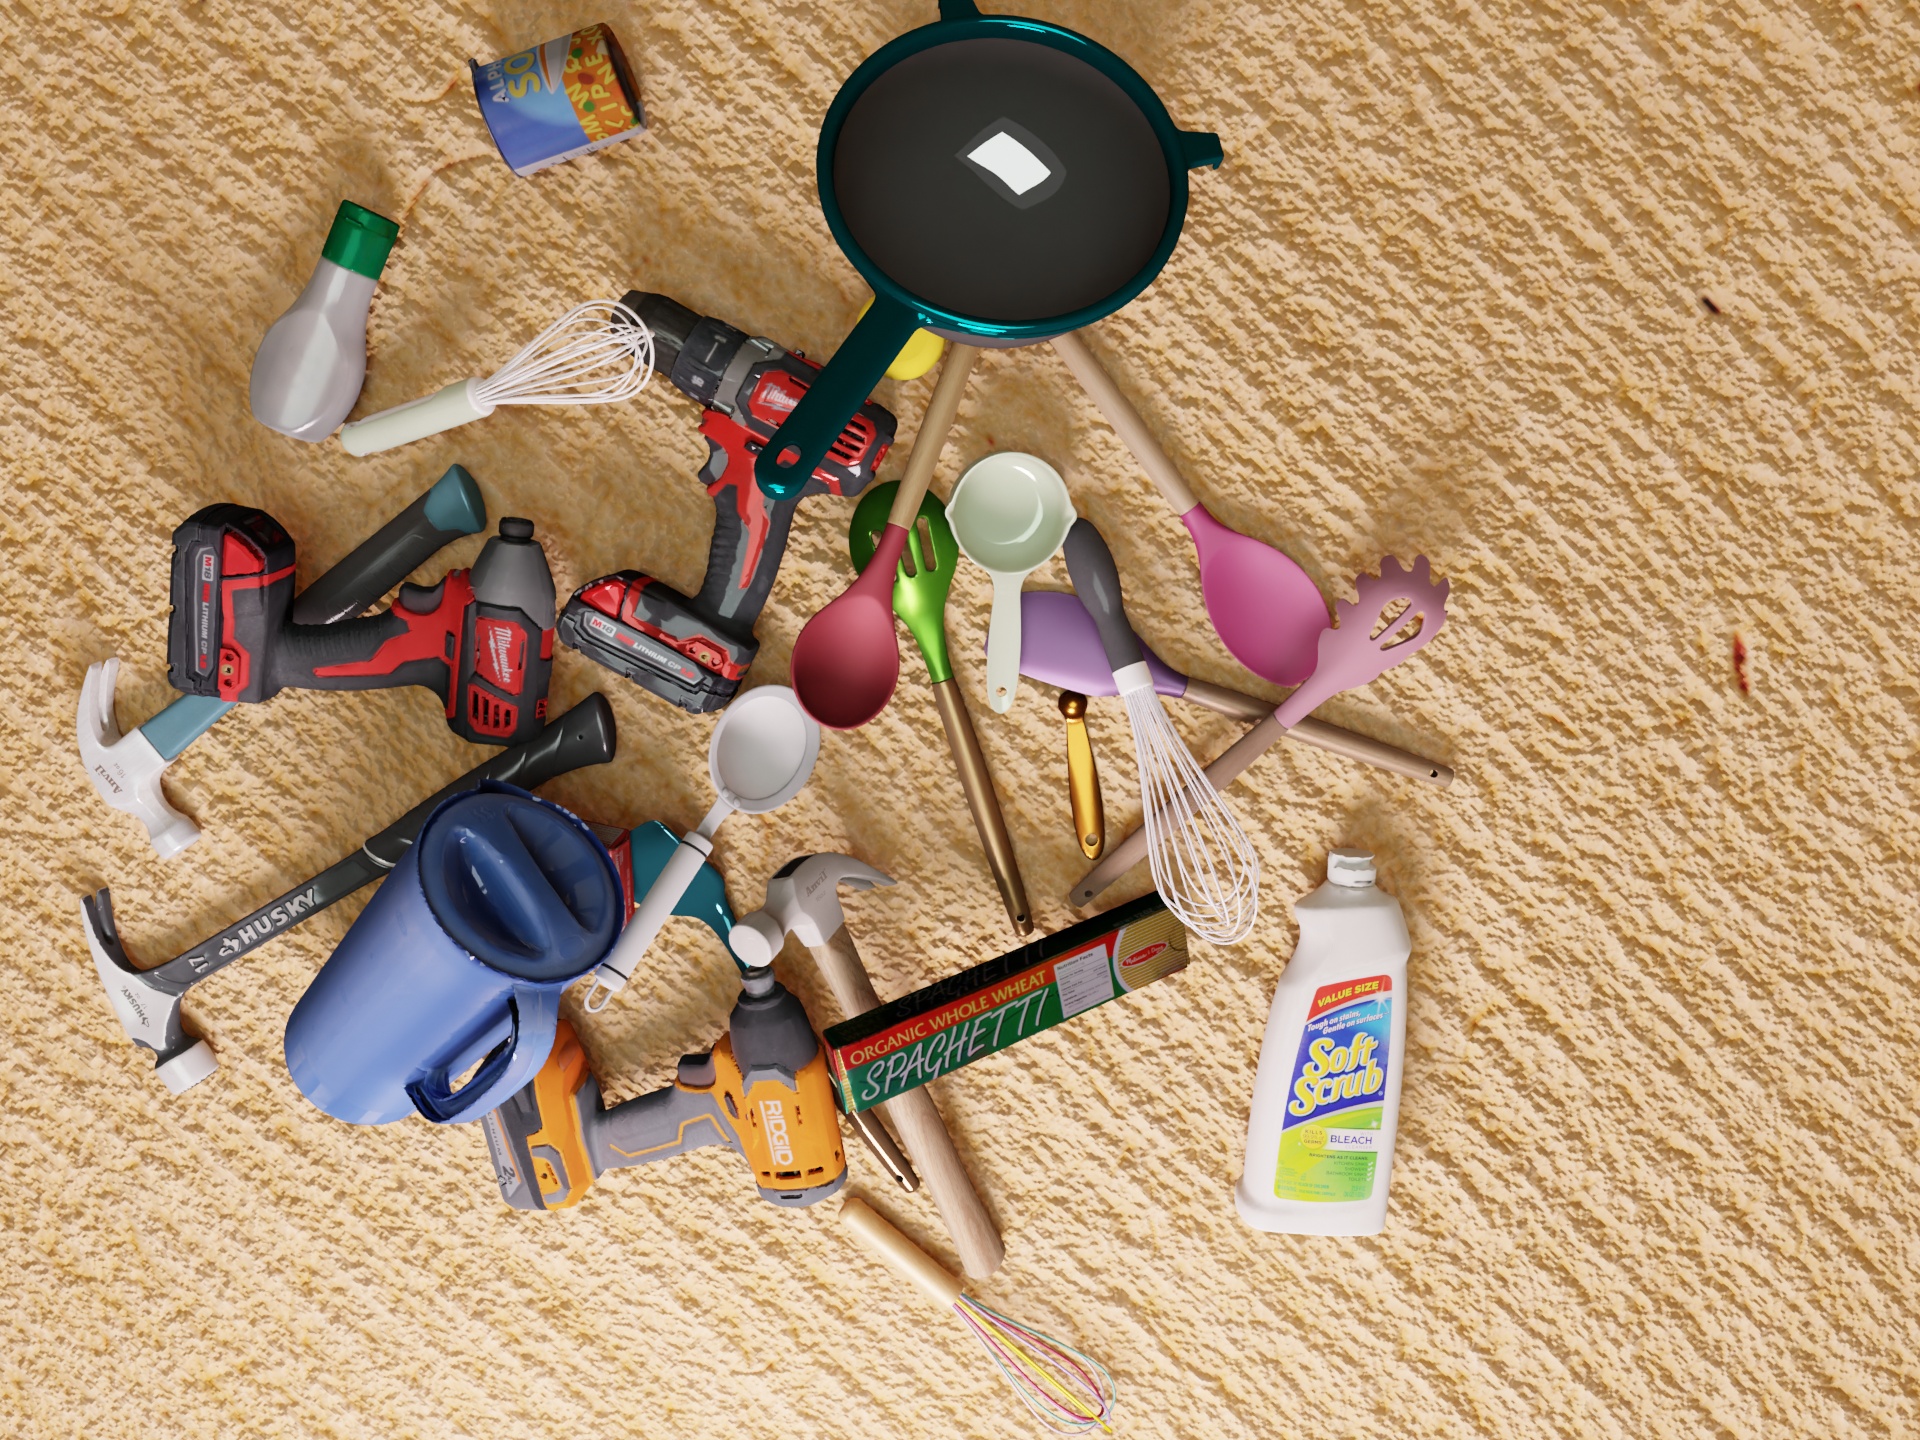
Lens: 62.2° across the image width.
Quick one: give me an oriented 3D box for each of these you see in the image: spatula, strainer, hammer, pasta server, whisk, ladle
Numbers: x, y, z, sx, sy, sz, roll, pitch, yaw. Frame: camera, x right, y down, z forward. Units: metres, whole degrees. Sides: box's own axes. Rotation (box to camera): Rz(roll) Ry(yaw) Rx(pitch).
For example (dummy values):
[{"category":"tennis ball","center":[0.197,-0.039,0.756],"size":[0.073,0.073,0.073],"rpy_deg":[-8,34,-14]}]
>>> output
[{"category":"spatula","center":[0.170,-0.015,1.031],"size":[0.316,0.018,0.060],"rpy_deg":[20,97,-1]},{"category":"strainer","center":[-0.013,-0.246,0.915],"size":[0.211,0.095,0.340],"rpy_deg":[32,74,5]},{"category":"hammer","center":[-0.042,0.233,1.052],"size":[0.031,0.130,0.331],"rpy_deg":[-10,114,34]},{"category":"hammer","center":[-0.441,-0.052,1.043],"size":[0.331,0.033,0.128],"rpy_deg":[-36,98,8]},{"category":"hammer","center":[-0.405,0.095,1.069],"size":[0.409,0.036,0.149],"rpy_deg":[-30,97,7]},{"category":"strainer","center":[-0.165,0.071,1.008],"size":[0.086,0.050,0.258],"rpy_deg":[49,63,-40]},{"category":"spatula","center":[-0.128,0.199,1.069],"size":[0.082,0.044,0.317],"rpy_deg":[-33,97,28]},{"category":"pasta server","center":[0.184,0.015,1.017],"size":[0.060,0.040,0.316],"rpy_deg":[43,110,-7]},{"category":"whisk","center":[0.119,0.004,0.995],"size":[0.070,0.070,0.285],"rpy_deg":[-21,82,6]},{"category":"whisk","center":[0.014,0.416,1.109],"size":[0.245,0.047,0.051],"rpy_deg":[41,101,-2]},{"category":"ladle","center":[-0.030,-0.145,0.984],"size":[0.069,0.031,0.315],"rpy_deg":[21,89,-19]},{"category":"whisk","center":[-0.287,-0.201,0.969],"size":[0.246,0.058,0.059],"rpy_deg":[-11,111,26]}]

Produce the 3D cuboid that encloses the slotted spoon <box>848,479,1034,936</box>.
[{"category":"slotted spoon","center":[-0.002,-0.003,1.037],"size":[0.070,0.031,0.313],"rpy_deg":[-17,101,1]}]

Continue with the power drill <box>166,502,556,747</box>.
[{"category":"power drill","center":[-0.362,-0.067,0.985],"size":[0.219,0.079,0.143],"rpy_deg":[8,104,-7]}]

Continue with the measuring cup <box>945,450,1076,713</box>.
[{"category":"measuring cup","center":[0.027,-0.089,1.013],"size":[0.083,0.038,0.167],"rpy_deg":[0,107,-8]}]

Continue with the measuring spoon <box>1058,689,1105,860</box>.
[{"category":"measuring spoon","center":[0.081,0.037,1.048],"size":[0.021,0.011,0.117],"rpy_deg":[-8,100,4]}]

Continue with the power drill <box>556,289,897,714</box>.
[{"category":"power drill","center":[-0.168,-0.139,0.994],"size":[0.188,0.080,0.226],"rpy_deg":[29,98,-3]}]

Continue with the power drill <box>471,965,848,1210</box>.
[{"category":"power drill","center":[-0.196,0.240,1.046],"size":[0.226,0.084,0.164],"rpy_deg":[-5,108,10]}]

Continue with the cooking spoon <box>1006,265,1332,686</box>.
[{"category":"cooking spoon","center":[0.130,-0.155,1.006],"size":[0.069,0.017,0.319],"rpy_deg":[-37,98,7]}]

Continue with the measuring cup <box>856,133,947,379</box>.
[{"category":"measuring cup","center":[-0.037,-0.290,0.981],"size":[0.062,0.029,0.156],"rpy_deg":[1,102,2]}]
